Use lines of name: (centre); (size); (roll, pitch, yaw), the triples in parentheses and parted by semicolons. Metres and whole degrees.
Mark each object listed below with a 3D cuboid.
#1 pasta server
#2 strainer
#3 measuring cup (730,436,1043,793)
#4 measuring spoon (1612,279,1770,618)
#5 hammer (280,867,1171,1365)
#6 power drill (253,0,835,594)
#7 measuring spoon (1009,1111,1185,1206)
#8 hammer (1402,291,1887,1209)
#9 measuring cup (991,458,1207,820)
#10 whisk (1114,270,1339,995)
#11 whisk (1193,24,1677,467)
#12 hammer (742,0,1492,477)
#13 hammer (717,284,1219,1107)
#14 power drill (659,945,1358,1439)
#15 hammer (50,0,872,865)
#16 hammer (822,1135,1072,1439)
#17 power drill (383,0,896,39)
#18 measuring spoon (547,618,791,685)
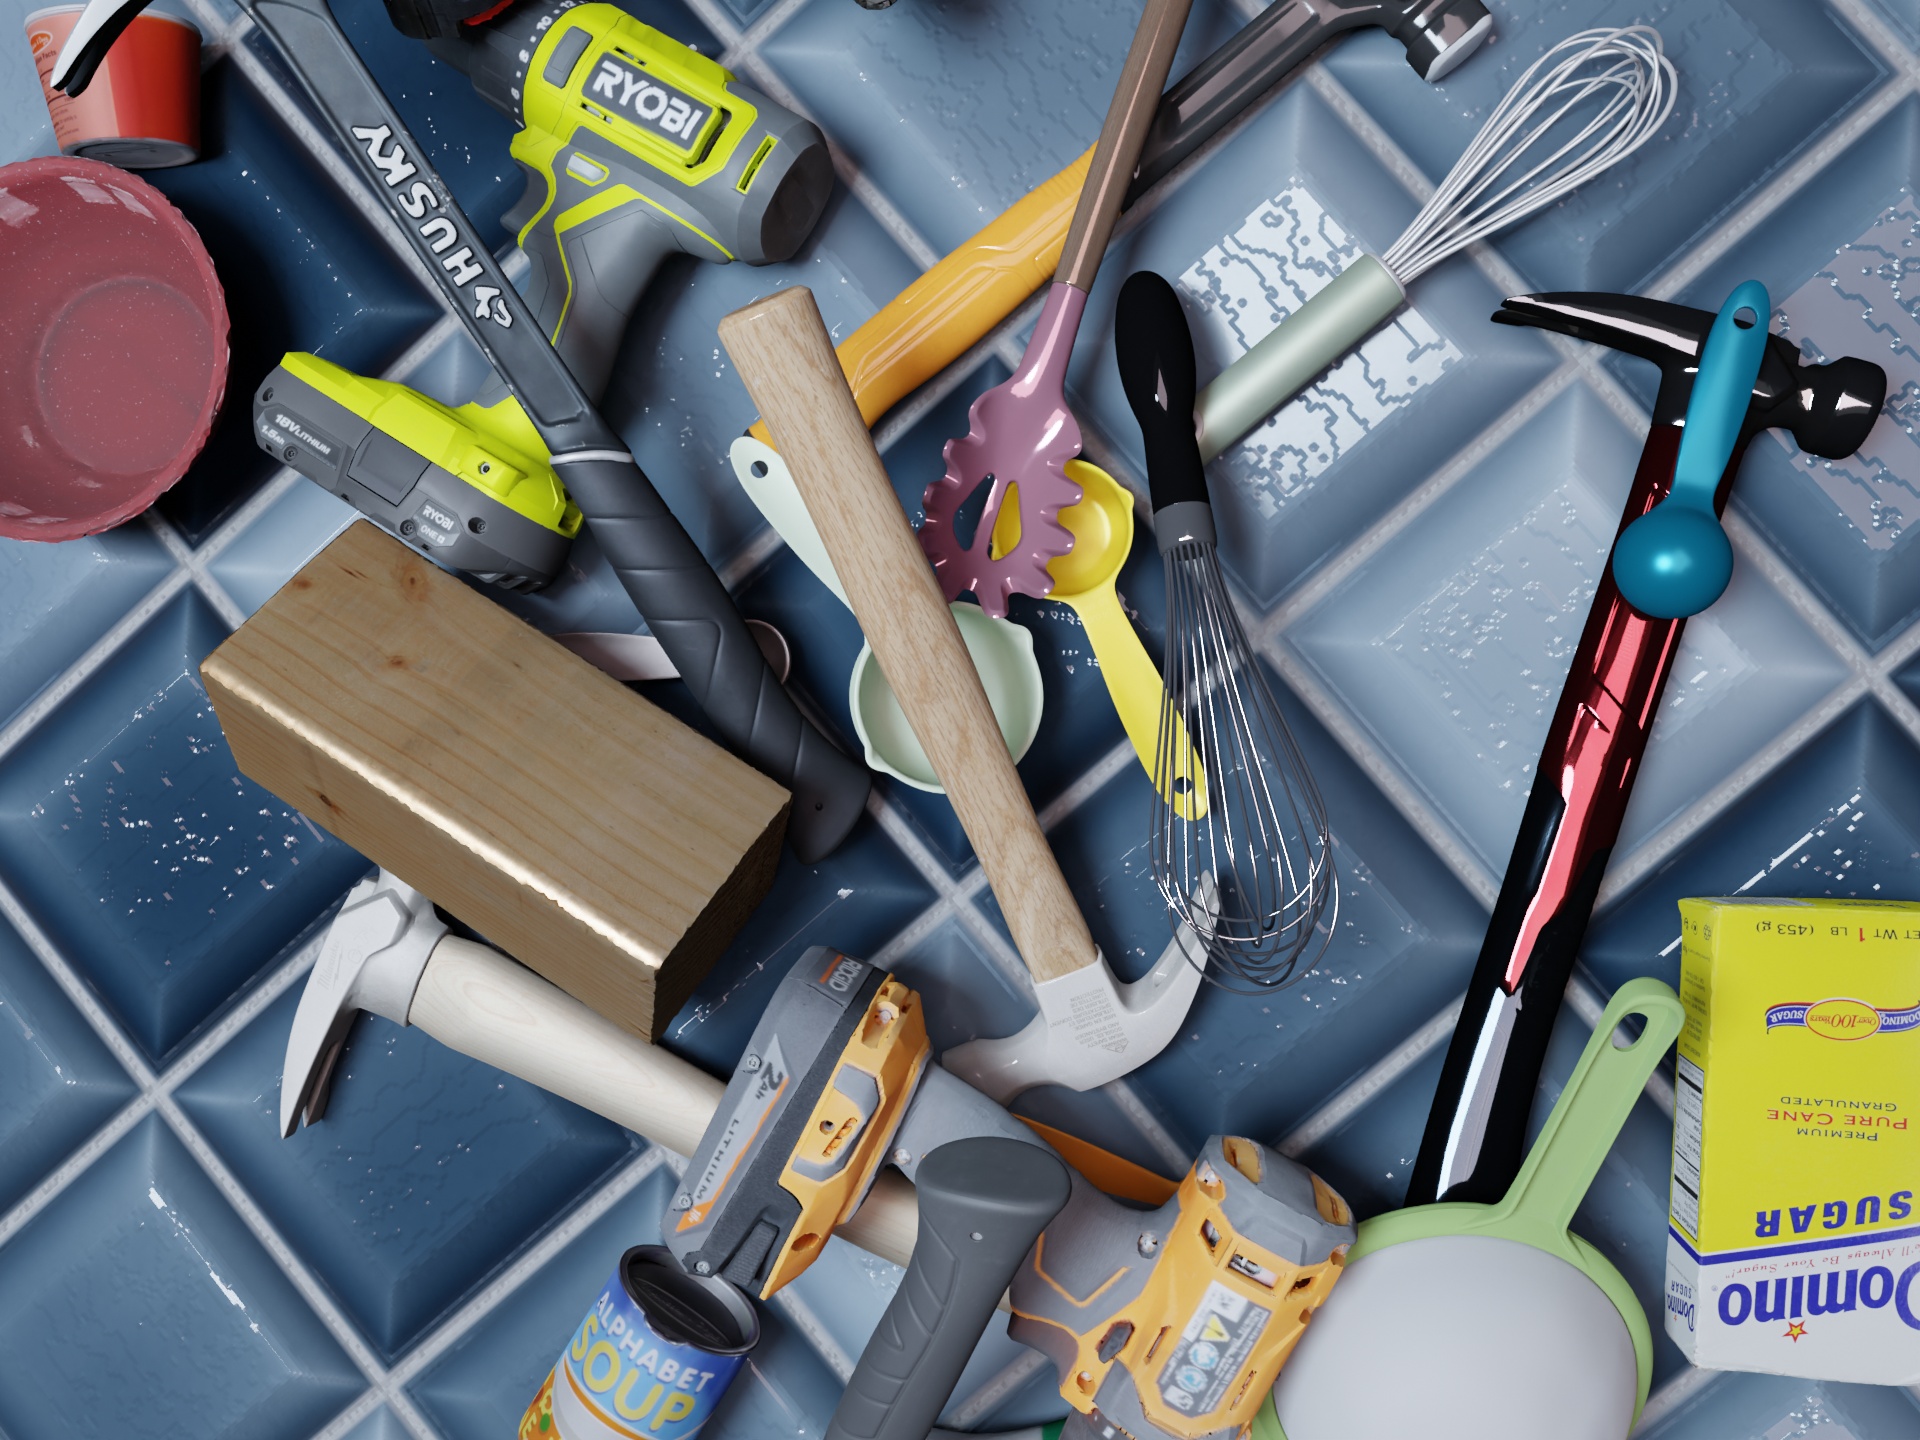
pasta server: (0.053, -0.192, 0.609); (0.060, 0.040, 0.316); (19, 93, -9)
strainer: (0.200, 0.212, 0.565); (0.151, 0.069, 0.256); (17, 112, -2)
measuring cup: (-0.036, -0.044, 0.636); (0.083, 0.038, 0.167); (-40, 97, -7)
measuring spoon: (0.275, -0.100, 0.582); (0.042, 0.021, 0.128); (15, 93, 10)
hammer: (-0.085, 0.187, 0.660); (0.410, 0.038, 0.146); (24, 94, 6)
power drill: (-0.186, -0.187, 0.654); (0.190, 0.080, 0.228); (31, 91, 10)
measuring spoon: (0.049, 0.176, 0.643); (0.117, 0.011, 0.021); (22, 109, -7)
hammer: (0.224, 0.029, 0.620); (0.143, 0.038, 0.386); (18, 92, 8)
measuring cup: (0.063, -0.032, 0.647); (0.062, 0.029, 0.156); (-25, 90, 6)
whisk: (0.088, -0.040, 0.594); (0.070, 0.070, 0.285); (-10, 74, 7)
whisk: (0.173, -0.179, 0.625); (0.246, 0.059, 0.058); (-39, 61, 10)
hammer: (0.042, -0.216, 0.645); (0.337, 0.034, 0.127); (-39, 86, 6)
hammer: (-0.001, -0.002, 0.596); (0.130, 0.031, 0.331); (-22, 109, 6)
power drill: (0.006, 0.208, 0.590); (0.226, 0.084, 0.185); (27, 100, 3)
hammer: (-0.153, -0.111, 0.591); (0.149, 0.036, 0.408); (-33, 110, -5)
hammer: (-0.034, 0.270, 0.558); (0.146, 0.035, 0.334); (25, 119, 5)
power drill: (-0.112, -0.323, 0.611); (0.219, 0.078, 0.143); (-1, 58, -2)
measuring spoon: (-0.129, -0.027, 0.679); (0.124, 0.018, 0.034); (2, 92, 14)
